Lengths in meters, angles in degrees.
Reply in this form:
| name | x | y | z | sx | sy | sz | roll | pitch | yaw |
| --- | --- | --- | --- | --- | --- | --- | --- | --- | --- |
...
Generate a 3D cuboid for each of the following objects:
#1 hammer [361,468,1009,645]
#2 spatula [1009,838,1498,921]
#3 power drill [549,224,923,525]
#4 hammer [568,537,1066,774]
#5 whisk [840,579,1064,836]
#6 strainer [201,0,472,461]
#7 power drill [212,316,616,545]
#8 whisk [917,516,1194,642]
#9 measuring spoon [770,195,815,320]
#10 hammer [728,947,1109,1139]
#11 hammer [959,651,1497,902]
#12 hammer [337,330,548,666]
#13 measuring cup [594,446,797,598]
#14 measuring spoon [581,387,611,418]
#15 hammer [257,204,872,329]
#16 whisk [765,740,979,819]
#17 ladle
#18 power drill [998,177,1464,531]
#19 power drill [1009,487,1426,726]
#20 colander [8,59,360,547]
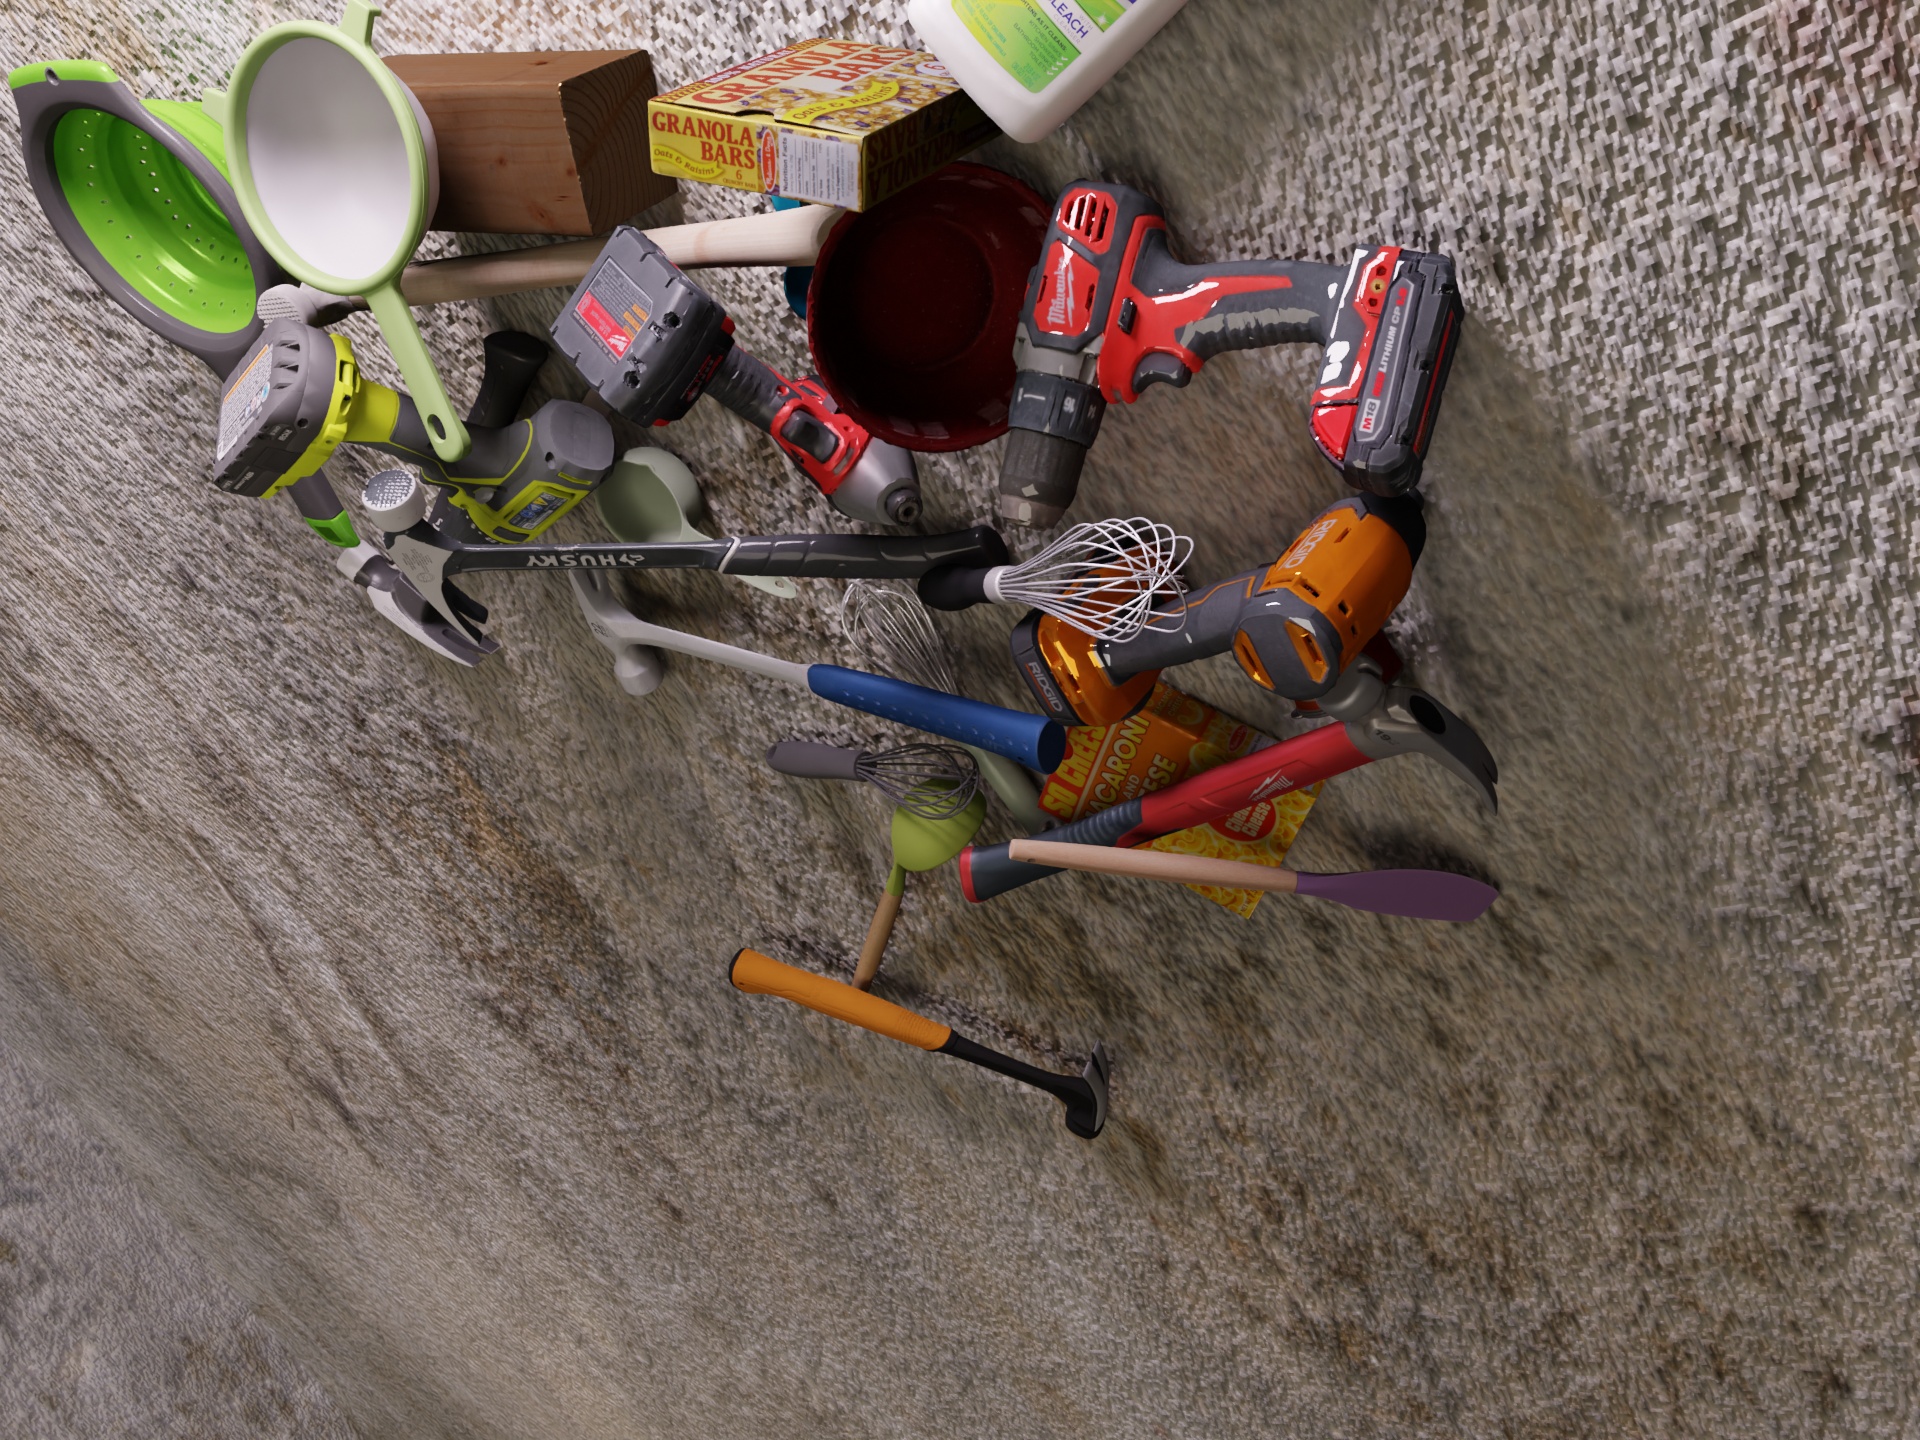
| name | x | y | z | sx | sy | sz | roll | pitch | yaw |
| --- | --- | --- | --- | --- | --- | --- | --- | --- | --- |
| hammer | -0.172 | -0.105 | 1.050 | 0.409 | 0.036 | 0.149 | 1 | 146 | 5 |
| spatula | 0.187 | 0.098 | 1.004 | 0.316 | 0.018 | 0.059 | 7 | 144 | -7 |
| power drill | -0.115 | -0.185 | 0.926 | 0.078 | 0.219 | 0.143 | -52 | 48 | 12 |
| hammer | -0.111 | -0.034 | 1.107 | 0.406 | 0.035 | 0.143 | 15 | 145 | 31 |
| whisk | -0.002 | -0.004 | 1.121 | 0.246 | 0.058 | 0.059 | 53 | 167 | -17 |
| strainer | -0.336 | -0.283 | 0.949 | 0.151 | 0.069 | 0.256 | -12 | 106 | 31 |
| power drill | -0.376 | -0.175 | 1.084 | 0.228 | 0.080 | 0.190 | 14 | 152 | -41 |
| whisk | 0.042 | -0.076 | 0.900 | 0.070 | 0.070 | 0.285 | 57 | 160 | -17 |
| measuring spoon | -0.098 | -0.308 | 0.970 | 0.042 | 0.021 | 0.128 | -2 | 113 | 34 |
| hammer | -0.039 | 0.251 | 1.305 | 0.337 | 0.034 | 0.127 | 17 | 146 | 16 |
| hammer | 0.145 | 0.064 | 1.013 | 0.143 | 0.038 | 0.386 | 32 | 143 | -28 |
| hammer | -0.382 | -0.172 | 1.226 | 0.146 | 0.035 | 0.334 | 41 | 134 | -1 |
| measuring cup | -0.181 | -0.137 | 1.130 | 0.167 | 0.038 | 0.083 | 29 | 133 | 6 |
| measuring spoon | -0.248 | -0.233 | 1.110 | 0.034 | 0.018 | 0.124 | 43 | 134 | -4 |
| hammer | -0.240 | -0.292 | 1.003 | 0.411 | 0.146 | 0.038 | 0 | 121 | 23 |
| whisk | -0.071 | 0.037 | 1.158 | 0.239 | 0.055 | 0.055 | 5 | 127 | 49 |
| ladle | -0.045 | 0.151 | 1.253 | 0.062 | 0.078 | 0.320 | 22 | 140 | 1 |
| power drill | 0.131 | -0.176 | 0.837 | 0.227 | 0.080 | 0.188 | 16 | 95 | 21 |
| power drill | 0.154 | -0.071 | 0.912 | 0.226 | 0.164 | 0.084 | -8 | 120 | 49 |
| colander | -0.526 | -0.308 | 1.180 | 0.204 | 0.094 | 0.396 | 9 | 137 | 27 |
